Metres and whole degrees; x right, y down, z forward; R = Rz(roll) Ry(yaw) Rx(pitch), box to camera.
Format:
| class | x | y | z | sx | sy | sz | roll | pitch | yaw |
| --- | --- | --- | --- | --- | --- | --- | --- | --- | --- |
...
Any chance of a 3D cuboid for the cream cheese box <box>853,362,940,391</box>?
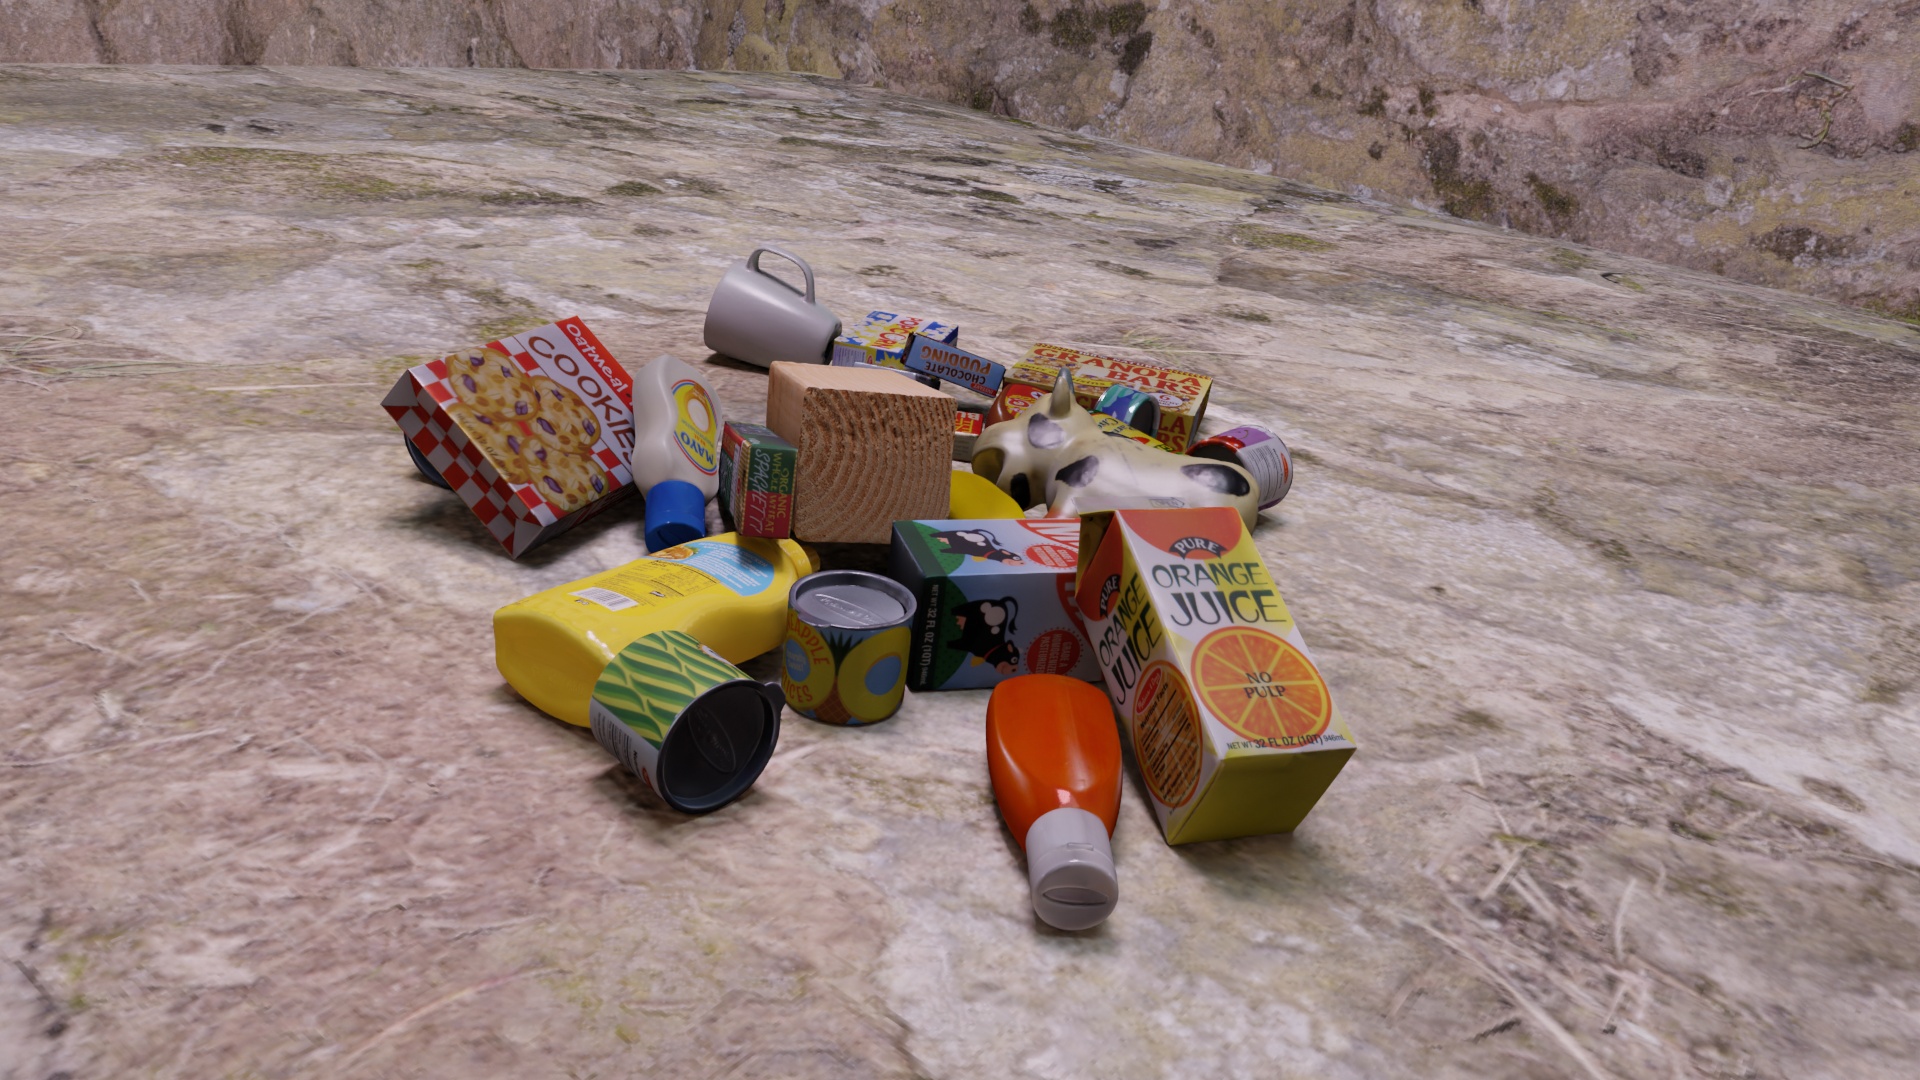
| class | x | y | z | sx | sy | sz | roll | pitch | yaw |
| --- | --- | --- | --- | --- | --- | --- | --- | --- | --- |
| cream cheese box | -0.052 | -0.128 | 1.145 | 0.053 | 0.024 | 0.104 | 13 | 5 | 9 |

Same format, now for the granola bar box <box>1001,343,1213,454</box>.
| class | x | y | z | sx | sy | sz | roll | pitch | yaw |
| --- | --- | --- | --- | --- | --- | --- | --- | --- | --- |
| granola bar box | 0.129 | -0.126 | 1.217 | 0.165 | 0.039 | 0.125 | 13 | 25 | 12 |

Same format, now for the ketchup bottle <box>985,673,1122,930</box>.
| class | x | y | z | sx | sy | sz | roll | pitch | yaw |
| --- | --- | --- | --- | --- | --- | --- | --- | --- | --- |
| ketchup bottle | 0.046 | 0.115 | 0.637 | 0.065 | 0.043 | 0.149 | 6 | 24 | -4 |

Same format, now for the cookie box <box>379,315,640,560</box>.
| class | x | y | z | sx | sy | sz | roll | pitch | yaw |
| --- | --- | --- | --- | --- | --- | --- | --- | --- | --- |
| cookie box | -0.264 | -0.071 | 0.889 | 0.123 | 0.040 | 0.168 | 49 | 29 | -1 |

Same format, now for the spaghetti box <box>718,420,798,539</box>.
| class | x | y | z | sx | sy | sz | roll | pitch | yaw |
| --- | --- | --- | --- | --- | --- | --- | --- | --- | --- |
| spaghetti box | -0.127 | -0.042 | 0.849 | 0.029 | 0.050 | 0.250 | 6 | 7 | -13 |

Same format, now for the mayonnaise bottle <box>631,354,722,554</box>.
| class | x | y | z | sx | sy | sz | roll | pitch | yaw |
| --- | --- | --- | --- | --- | --- | --- | --- | --- | --- |
| mayonnaise bottle | -0.182 | -0.052 | 0.890 | 0.064 | 0.041 | 0.149 | 43 | 26 | -41 |

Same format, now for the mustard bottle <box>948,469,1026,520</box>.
| class | x | y | z | sx | sy | sz | roll | pitch | yaw |
| --- | --- | --- | --- | --- | --- | --- | --- | --- | --- |
| mustard bottle | 0.003 | -0.011 | 0.890 | 0.049 | 0.065 | 0.160 | -18 | 25 | -13 |

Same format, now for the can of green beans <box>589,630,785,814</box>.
| class | x | y | z | sx | sy | sz | roll | pitch | yaw |
| --- | --- | --- | --- | --- | --- | --- | --- | --- | --- |
| can of green beans | -0.126 | 0.081 | 0.632 | 0.071 | 0.071 | 0.058 | -15 | 32 | -43 |

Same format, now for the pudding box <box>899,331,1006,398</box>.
| class | x | y | z | sx | sy | sz | roll | pitch | yaw |
| --- | --- | --- | --- | --- | --- | --- | --- | --- | --- |
| pudding box | -0.007 | -0.148 | 1.170 | 0.084 | 0.030 | 0.050 | 20 | 7 | -10 |

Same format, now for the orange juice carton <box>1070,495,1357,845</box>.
| class | x | y | z | sx | sy | sz | roll | pitch | yaw |
| --- | --- | --- | --- | --- | --- | --- | --- | --- | --- |
| orange juice carton | 0.114 | 0.047 | 0.694 | 0.072 | 0.072 | 0.193 | -1 | 48 | -20 |

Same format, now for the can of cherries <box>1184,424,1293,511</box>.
| class | x | y | z | sx | sy | sz | roll | pitch | yaw |
| --- | --- | --- | --- | --- | --- | --- | --- | --- | --- |
| can of cherries | 0.202 | -0.048 | 1.035 | 0.071 | 0.071 | 0.058 | 25 | 30 | 34 |

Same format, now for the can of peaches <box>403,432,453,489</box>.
| class | x | y | z | sx | sy | sz | roll | pitch | yaw |
| --- | --- | --- | --- | --- | --- | --- | --- | --- | --- |
| can of peaches | -0.321 | -0.072 | 0.920 | 0.071 | 0.071 | 0.058 | 15 | 24 | 15 |

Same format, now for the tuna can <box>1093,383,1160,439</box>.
| class | x | y | z | sx | sy | sz | roll | pitch | yaw |
| --- | --- | --- | --- | --- | --- | --- | --- | --- | --- |
| tuna can | 0.128 | -0.086 | 1.097 | 0.033 | 0.070 | 0.071 | 22 | 27 | 28 |

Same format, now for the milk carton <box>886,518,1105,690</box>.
| class | x | y | z | sx | sy | sz | roll | pitch | yaw |
| --- | --- | --- | --- | --- | --- | --- | --- | --- | --- |
| milk carton | 0.057 | 0.033 | 0.792 | 0.191 | 0.072 | 0.074 | 0 | 25 | -19 |

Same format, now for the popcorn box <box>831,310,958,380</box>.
| class | x | y | z | sx | sy | sz | roll | pitch | yaw |
| --- | --- | --- | --- | --- | --- | --- | --- | --- | --- |
| popcorn box | -0.058 | -0.172 | 1.262 | 0.085 | 0.038 | 0.127 | 13 | 24 | 10 |

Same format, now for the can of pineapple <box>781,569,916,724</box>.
| class | x | y | z | sx | sy | sz | roll | pitch | yaw |
| --- | --- | --- | --- | --- | --- | --- | --- | --- | --- |
| can of pineapple | -0.060 | 0.055 | 0.722 | 0.071 | 0.057 | 0.071 | 7 | 23 | -3 |

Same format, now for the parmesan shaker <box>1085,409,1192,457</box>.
| class | x | y | z | sx | sy | sz | roll | pitch | yaw |
| --- | --- | --- | --- | --- | --- | --- | --- | --- | --- |
| parmesan shaker | 0.116 | -0.047 | 1.003 | 0.071 | 0.071 | 0.103 | -9 | 28 | -34 |

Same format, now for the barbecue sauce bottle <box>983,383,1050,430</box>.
| class | x | y | z | sx | sy | sz | roll | pitch | yaw |
| --- | --- | --- | --- | --- | --- | --- | --- | --- | --- |
| barbecue sauce bottle | 0.046 | -0.078 | 1.074 | 0.065 | 0.043 | 0.149 | 25 | 25 | 1 |

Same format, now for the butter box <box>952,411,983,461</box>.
| class | x | y | z | sx | sy | sz | roll | pitch | yaw |
| --- | --- | --- | --- | --- | --- | --- | --- | --- | --- |
| butter box | -0.035 | -0.088 | 1.097 | 0.103 | 0.024 | 0.053 | 8 | 24 | 0 |
